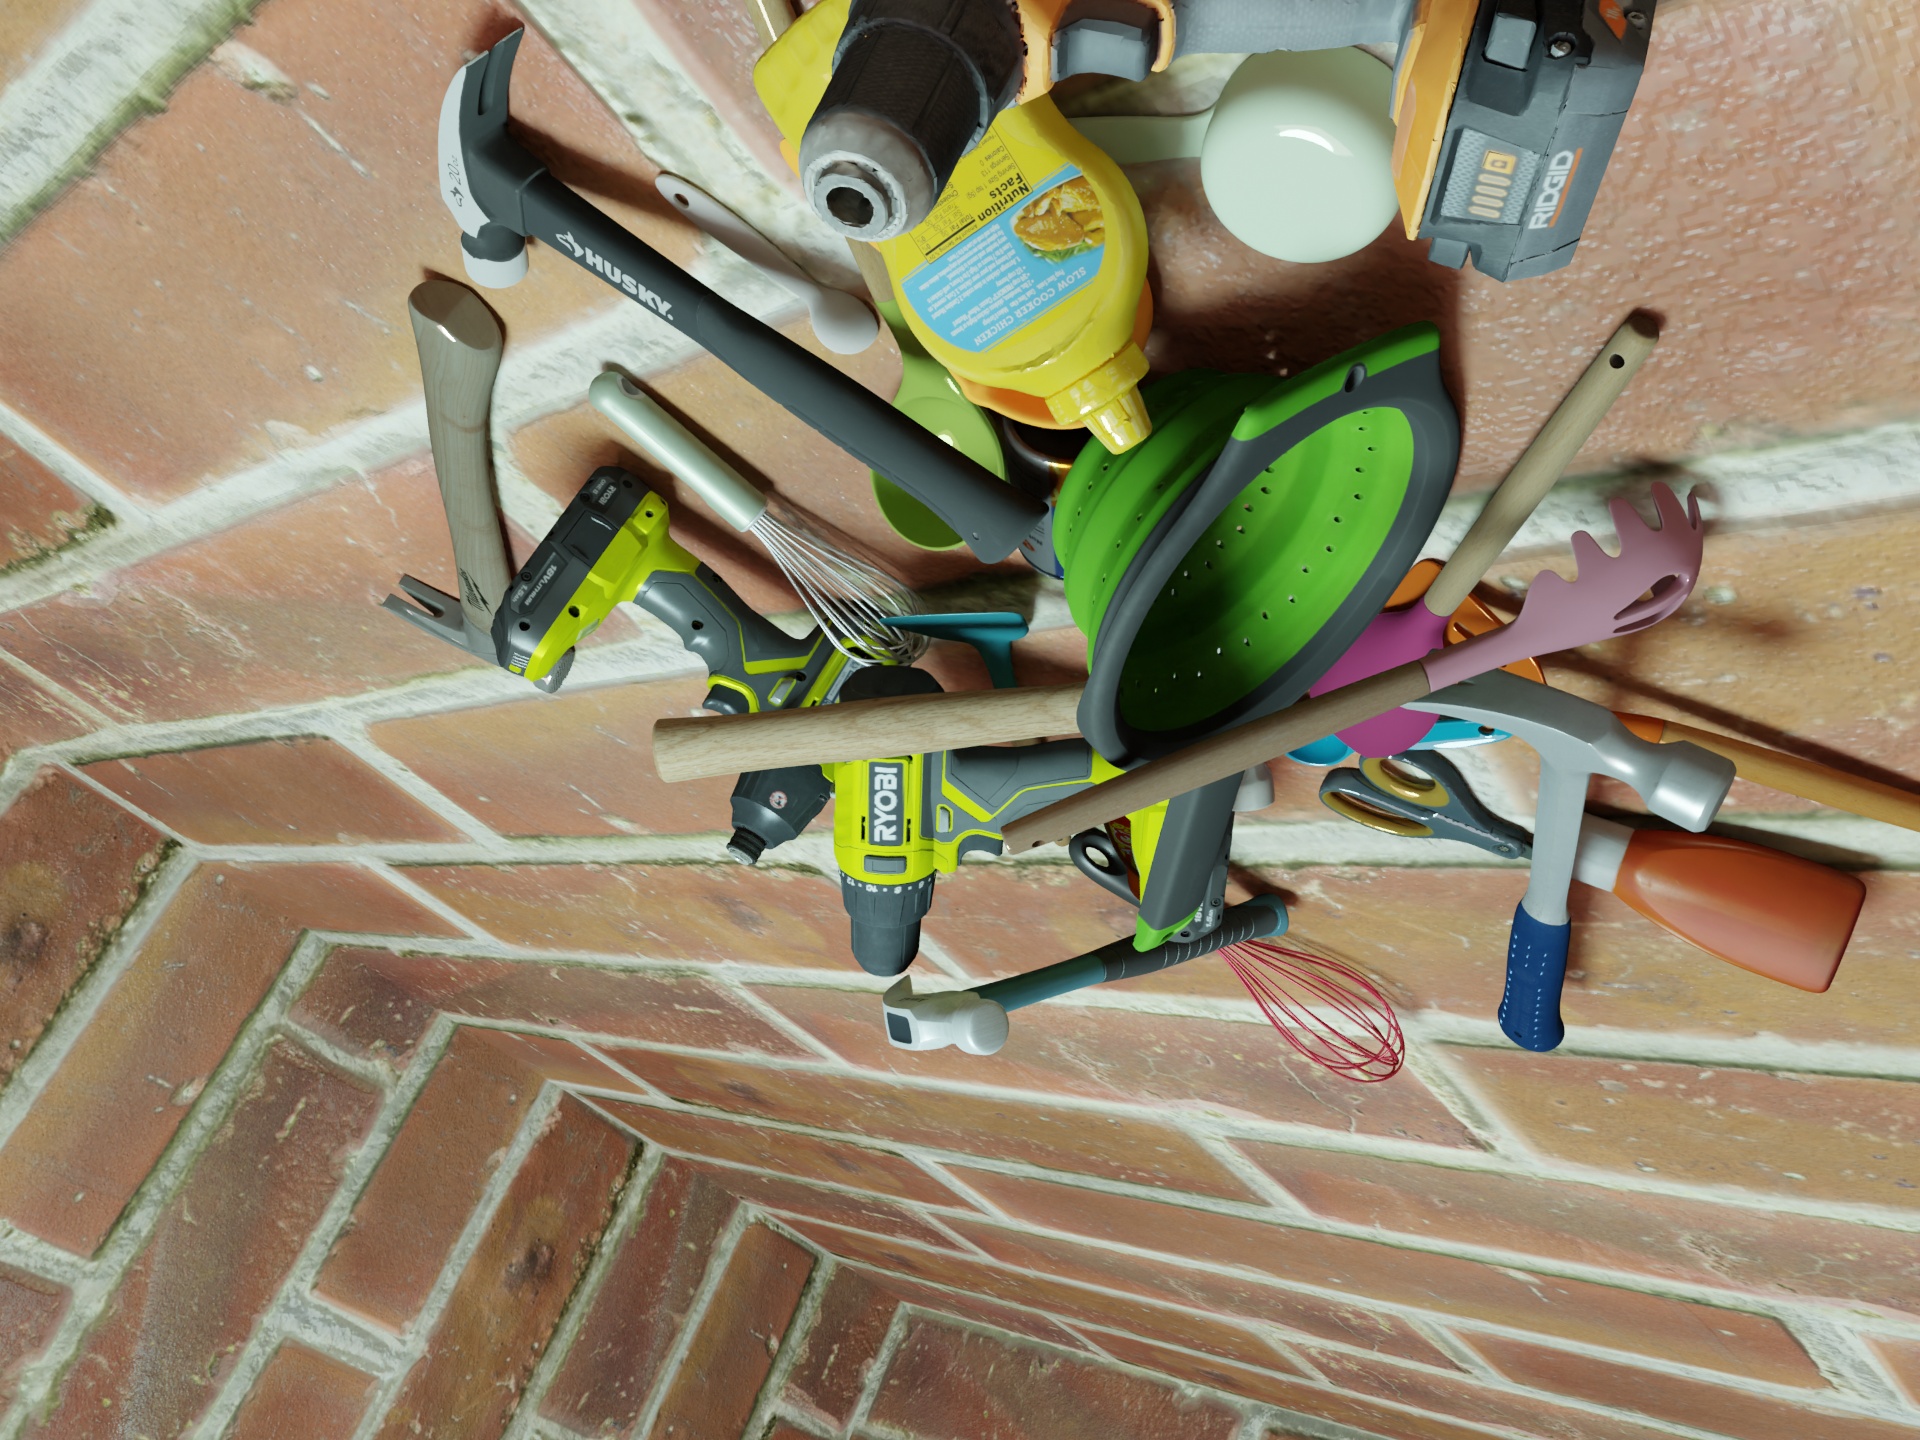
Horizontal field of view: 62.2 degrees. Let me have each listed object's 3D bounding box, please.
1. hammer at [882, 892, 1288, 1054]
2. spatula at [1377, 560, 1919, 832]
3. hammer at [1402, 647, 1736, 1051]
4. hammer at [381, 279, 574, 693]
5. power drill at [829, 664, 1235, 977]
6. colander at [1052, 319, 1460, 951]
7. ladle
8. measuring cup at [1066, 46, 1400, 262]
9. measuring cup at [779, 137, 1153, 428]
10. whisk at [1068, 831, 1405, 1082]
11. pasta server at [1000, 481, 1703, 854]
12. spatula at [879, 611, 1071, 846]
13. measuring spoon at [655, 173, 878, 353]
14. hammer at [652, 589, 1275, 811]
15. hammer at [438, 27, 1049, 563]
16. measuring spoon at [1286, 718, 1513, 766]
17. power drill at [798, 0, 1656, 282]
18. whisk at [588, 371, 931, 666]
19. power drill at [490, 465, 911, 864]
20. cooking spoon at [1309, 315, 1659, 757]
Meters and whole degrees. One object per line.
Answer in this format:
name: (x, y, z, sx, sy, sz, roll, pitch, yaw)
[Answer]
hammer: (0.092, 0.153, 0.997, 0.331, 0.033, 0.128, -9, 180, -39)
spatula: (0.357, 0.006, 0.759, 0.322, 0.041, 0.081, 18, 149, 5)
hammer: (0.309, 0.093, 0.852, 0.144, 0.035, 0.405, 29, 162, 29)
hammer: (-0.329, -0.146, 1.039, 0.146, 0.038, 0.410, 26, 153, 1)
power drill: (0.038, 0.068, 0.932, 0.228, 0.080, 0.190, 2, 114, 1)
colander: (0.101, -0.029, 0.742, 0.095, 0.204, 0.396, 46, 150, 29)
ladle: (-0.046, -0.199, 0.690, 0.078, 0.062, 0.319, 13, 148, 30)
measuring cup: (0.083, -0.205, 0.588, 0.168, 0.038, 0.083, 8, 149, 26)
measuring cup: (0.005, -0.195, 0.659, 0.173, 0.052, 0.095, 36, 151, -18)
whisk: (0.200, 0.166, 1.134, 0.295, 0.073, 0.073, 34, 152, -6)
pasta server: (0.163, -0.014, 0.659, 0.316, 0.040, 0.060, -22, 141, 4)
spatula: (0.033, 0.009, 1.006, 0.082, 0.044, 0.317, -1, 147, 16)
measuring spoon: (-0.093, -0.211, 0.746, 0.124, 0.018, 0.034, 35, 152, -17)
hammer: (-0.001, -0.003, 0.851, 0.331, 0.031, 0.130, -6, 104, 4)
hammer: (-0.102, -0.177, 0.720, 0.335, 0.035, 0.146, 35, 152, 9)
measuring spoon: (0.236, 0.002, 0.865, 0.128, 0.021, 0.042, -4, 137, 29)
power drill: (0.074, -0.195, 0.461, 0.226, 0.185, 0.084, 15, 150, 11)
whisk: (-0.113, -0.112, 0.912, 0.246, 0.058, 0.059, 40, 115, -19)
power drill: (-0.159, -0.033, 0.954, 0.223, 0.171, 0.080, 34, 157, -9)
cooking spoon: (0.227, -0.067, 0.721, 0.069, 0.017, 0.318, 42, 152, 14)
